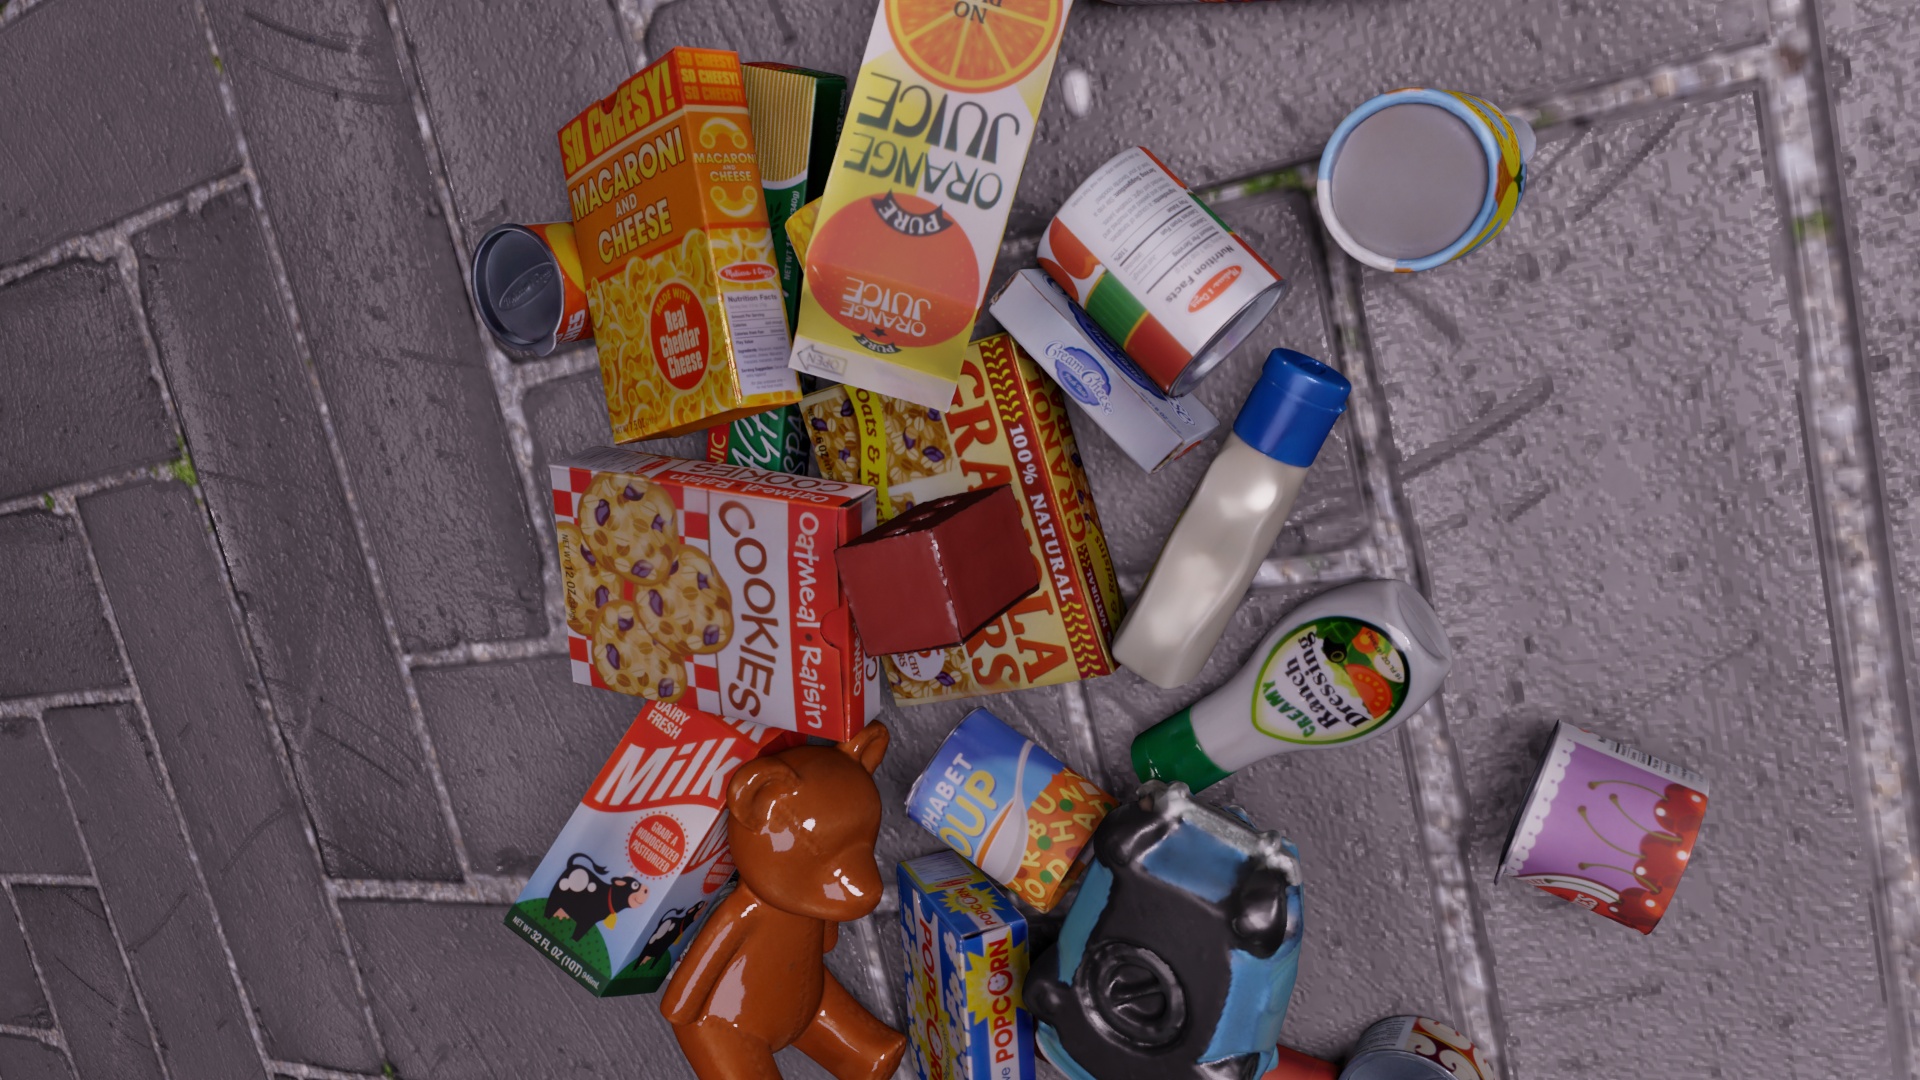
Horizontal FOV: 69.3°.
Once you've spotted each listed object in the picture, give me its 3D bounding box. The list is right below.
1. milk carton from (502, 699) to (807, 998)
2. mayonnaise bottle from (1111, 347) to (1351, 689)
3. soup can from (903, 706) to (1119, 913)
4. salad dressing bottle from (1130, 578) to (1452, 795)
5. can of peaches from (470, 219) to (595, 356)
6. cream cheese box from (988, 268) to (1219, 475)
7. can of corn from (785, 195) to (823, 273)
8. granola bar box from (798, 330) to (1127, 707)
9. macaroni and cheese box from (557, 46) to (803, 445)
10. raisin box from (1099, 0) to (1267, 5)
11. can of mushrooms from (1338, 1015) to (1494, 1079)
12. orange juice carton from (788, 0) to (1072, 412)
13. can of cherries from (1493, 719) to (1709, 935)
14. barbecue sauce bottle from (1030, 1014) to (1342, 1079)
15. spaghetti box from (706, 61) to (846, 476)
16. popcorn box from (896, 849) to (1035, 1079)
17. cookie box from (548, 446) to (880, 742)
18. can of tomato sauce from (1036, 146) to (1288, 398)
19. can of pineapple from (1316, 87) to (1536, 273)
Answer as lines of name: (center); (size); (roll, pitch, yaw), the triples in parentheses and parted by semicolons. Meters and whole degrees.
milk carton: (-0.153, 0.146, 0.757); (0.072, 0.073, 0.191); (30, 83, 19)
mayonnaise bottle: (0.115, -0.009, 0.592); (0.041, 0.065, 0.147); (31, 114, 16)
soup can: (0.024, 0.133, 0.678); (0.084, 0.071, 0.071); (33, 118, 18)
salad dressing bottle: (0.141, 0.071, 0.610); (0.147, 0.044, 0.064); (-37, 86, 33)
can of peaches: (-0.216, -0.136, 0.746); (0.071, 0.058, 0.071); (9, 109, 27)
cream cheese box: (0.063, -0.076, 0.605); (0.104, 0.053, 0.024); (47, 118, 10)
can of corn: (-0.038, -0.132, 0.639); (0.071, 0.071, 0.058); (-21, 93, 33)
granola bar box: (0.002, -0.008, 0.669); (0.124, 0.039, 0.165); (-13, 98, 32)
macaroni and cheese box: (-0.141, -0.138, 0.681); (0.123, 0.040, 0.166); (-9, 93, 49)
raisin box: (0.114, -0.252, 0.532); (0.123, 0.040, 0.085); (9, 108, 29)
can of mushrooms: (0.209, 0.255, 0.631); (0.071, 0.033, 0.070); (9, 108, 27)
orange juice carton: (-0.011, -0.153, 0.568); (0.072, 0.073, 0.192); (17, 94, -1)
can of cherries: (0.250, 0.114, 0.545); (0.058, 0.072, 0.071); (22, 115, 22)
barbecue sauce bottle: (0.109, 0.250, 0.682); (0.148, 0.044, 0.064); (13, 114, 26)
spaghetti box: (-0.096, -0.109, 0.702); (0.050, 0.029, 0.249); (18, 113, 25)
popcorn box: (0.003, 0.236, 0.717); (0.085, 0.038, 0.126); (-152, 56, -63)
cookie box: (-0.122, 0.025, 0.695); (0.167, 0.040, 0.122); (9, 112, 22)
can of tomato sauce: (0.082, -0.111, 0.578); (0.083, 0.071, 0.071); (47, 122, 10)
can of pineapple: (0.174, -0.137, 0.520); (0.071, 0.058, 0.070); (9, 109, 28)
